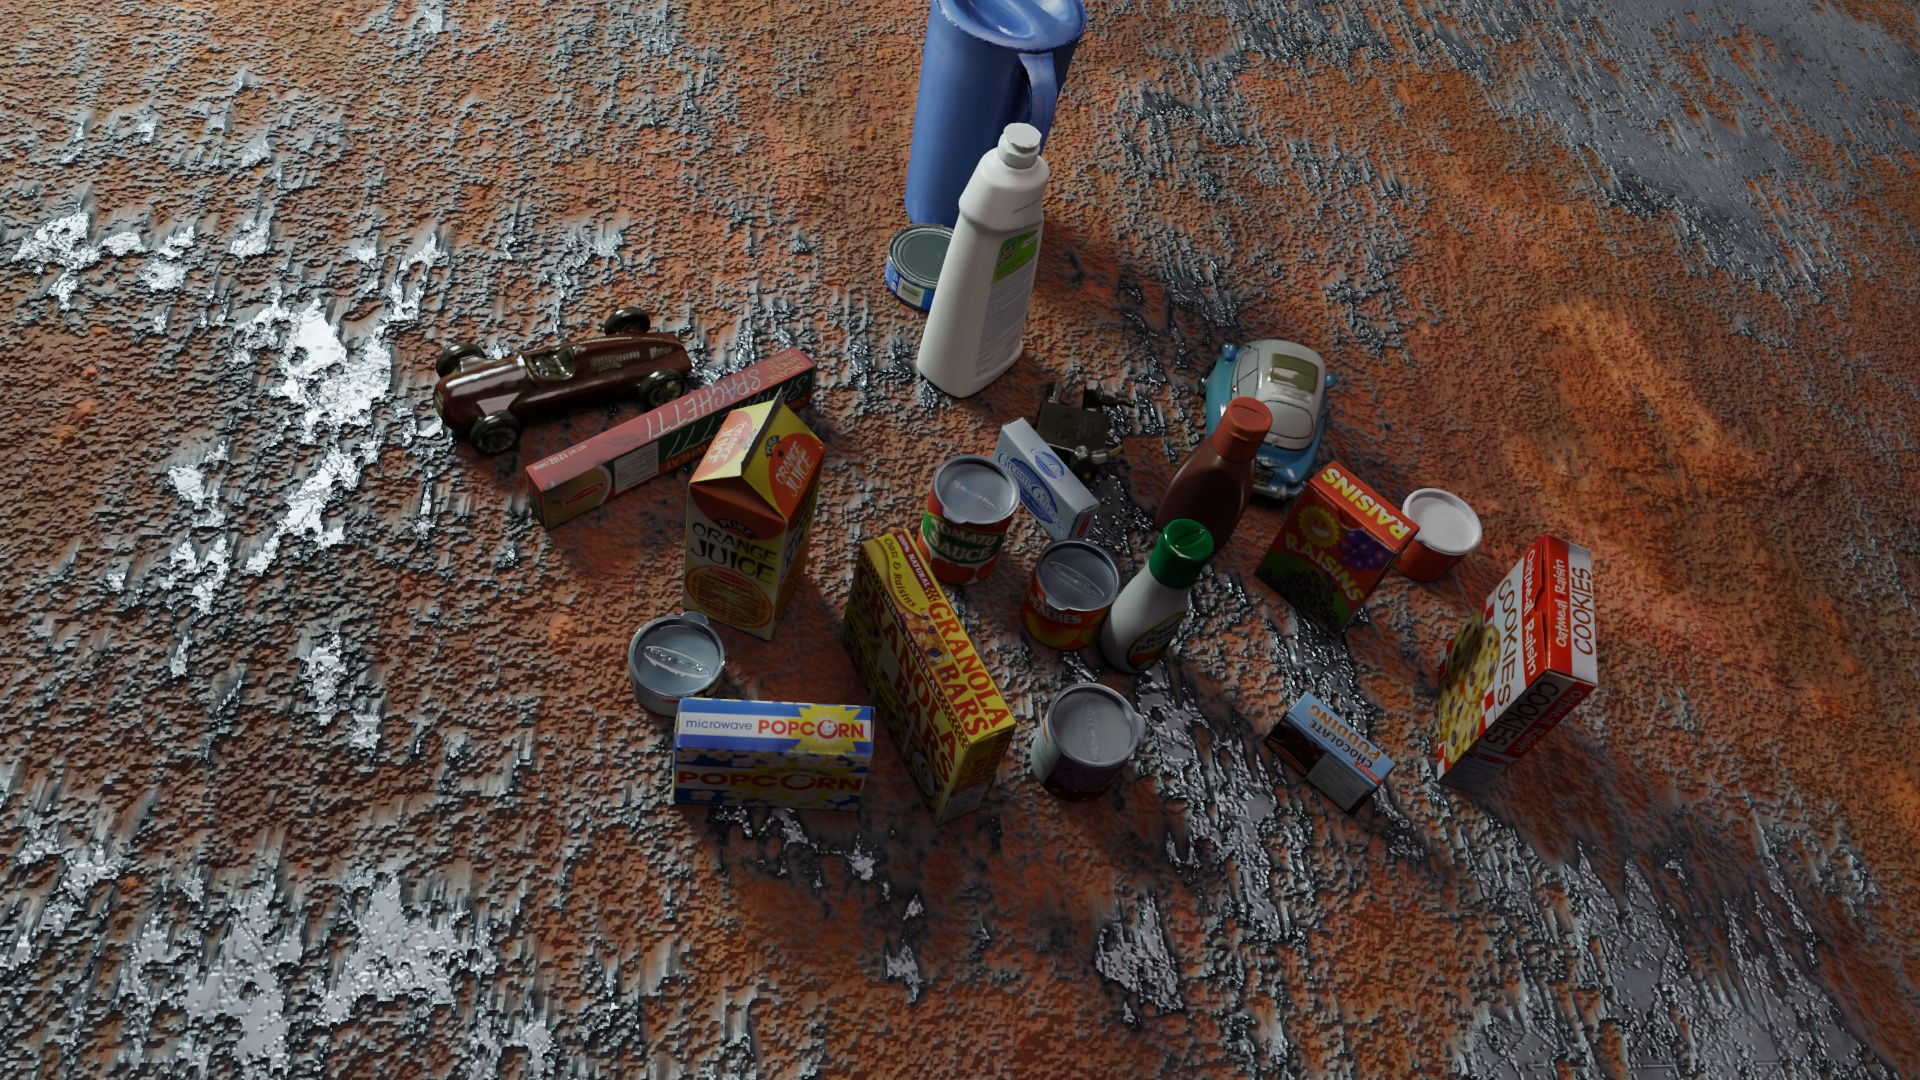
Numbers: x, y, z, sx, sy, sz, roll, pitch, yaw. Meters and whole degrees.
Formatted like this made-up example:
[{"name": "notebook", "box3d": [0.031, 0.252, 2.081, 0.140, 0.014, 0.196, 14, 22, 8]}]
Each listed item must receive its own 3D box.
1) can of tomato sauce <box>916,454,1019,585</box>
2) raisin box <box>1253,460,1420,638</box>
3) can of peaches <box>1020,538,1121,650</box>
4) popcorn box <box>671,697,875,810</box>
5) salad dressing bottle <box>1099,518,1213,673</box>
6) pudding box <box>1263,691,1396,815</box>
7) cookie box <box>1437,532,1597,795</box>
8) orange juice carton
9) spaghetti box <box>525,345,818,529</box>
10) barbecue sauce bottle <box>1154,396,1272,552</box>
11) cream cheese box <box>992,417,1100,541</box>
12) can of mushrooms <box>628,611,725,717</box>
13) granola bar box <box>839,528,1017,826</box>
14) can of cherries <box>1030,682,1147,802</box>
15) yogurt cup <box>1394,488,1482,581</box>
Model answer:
[{"name": "can of tomato sauce", "box3d": [0.004, -0.013, 1.065, 0.071, 0.082, 0.071, 6, 53, -8]}, {"name": "raisin box", "box3d": [0.292, 0.008, 1.090, 0.086, 0.122, 0.040, 43, 56, 19]}, {"name": "can of peaches", "box3d": [0.082, 0.043, 1.056, 0.071, 0.057, 0.071, 6, 53, -8]}, {"name": "popcorn box", "box3d": [-0.125, 0.142, 0.916, 0.127, 0.084, 0.038, 4, 53, -10]}, {"name": "salad dressing bottle", "box3d": [0.144, 0.042, 1.015, 0.064, 0.146, 0.044, -22, 61, -26]}, {"name": "pudding box", "box3d": [0.270, 0.156, 1.020, 0.084, 0.049, 0.030, 40, 55, 17]}, {"name": "cookie box", "box3d": [0.406, 0.093, 1.025, 0.040, 0.166, 0.123, 17, 52, 0]}, {"name": "orange juice carton", "box3d": [-0.144, -0.019, 0.965, 0.073, 0.191, 0.072, 21, 52, 3]}, {"name": "spaghetti box", "box3d": [-0.220, -0.084, 1.086, 0.251, 0.050, 0.029, -30, 65, -30]}, {"name": "barbecue sauce bottle", "box3d": [0.204, -0.052, 1.099, 0.065, 0.147, 0.044, 23, 52, 4]}, {"name": "cream cheese box", "box3d": [0.067, -0.046, 1.122, 0.024, 0.053, 0.104, -26, 63, -28]}, {"name": "can of mushrooms", "box3d": [-0.198, 0.086, 0.973, 0.071, 0.033, 0.071, 6, 52, -8]}, {"name": "granola bar box", "box3d": [-0.026, 0.094, 0.951, 0.039, 0.123, 0.166, -17, 59, -24]}, {"name": "can of cherries", "box3d": [0.090, 0.144, 0.981, 0.071, 0.058, 0.072, 6, 53, -8]}, {"name": "yogurt cup", "box3d": [0.394, -0.002, 1.166, 0.072, 0.053, 0.073, 6, 53, -8]}]
